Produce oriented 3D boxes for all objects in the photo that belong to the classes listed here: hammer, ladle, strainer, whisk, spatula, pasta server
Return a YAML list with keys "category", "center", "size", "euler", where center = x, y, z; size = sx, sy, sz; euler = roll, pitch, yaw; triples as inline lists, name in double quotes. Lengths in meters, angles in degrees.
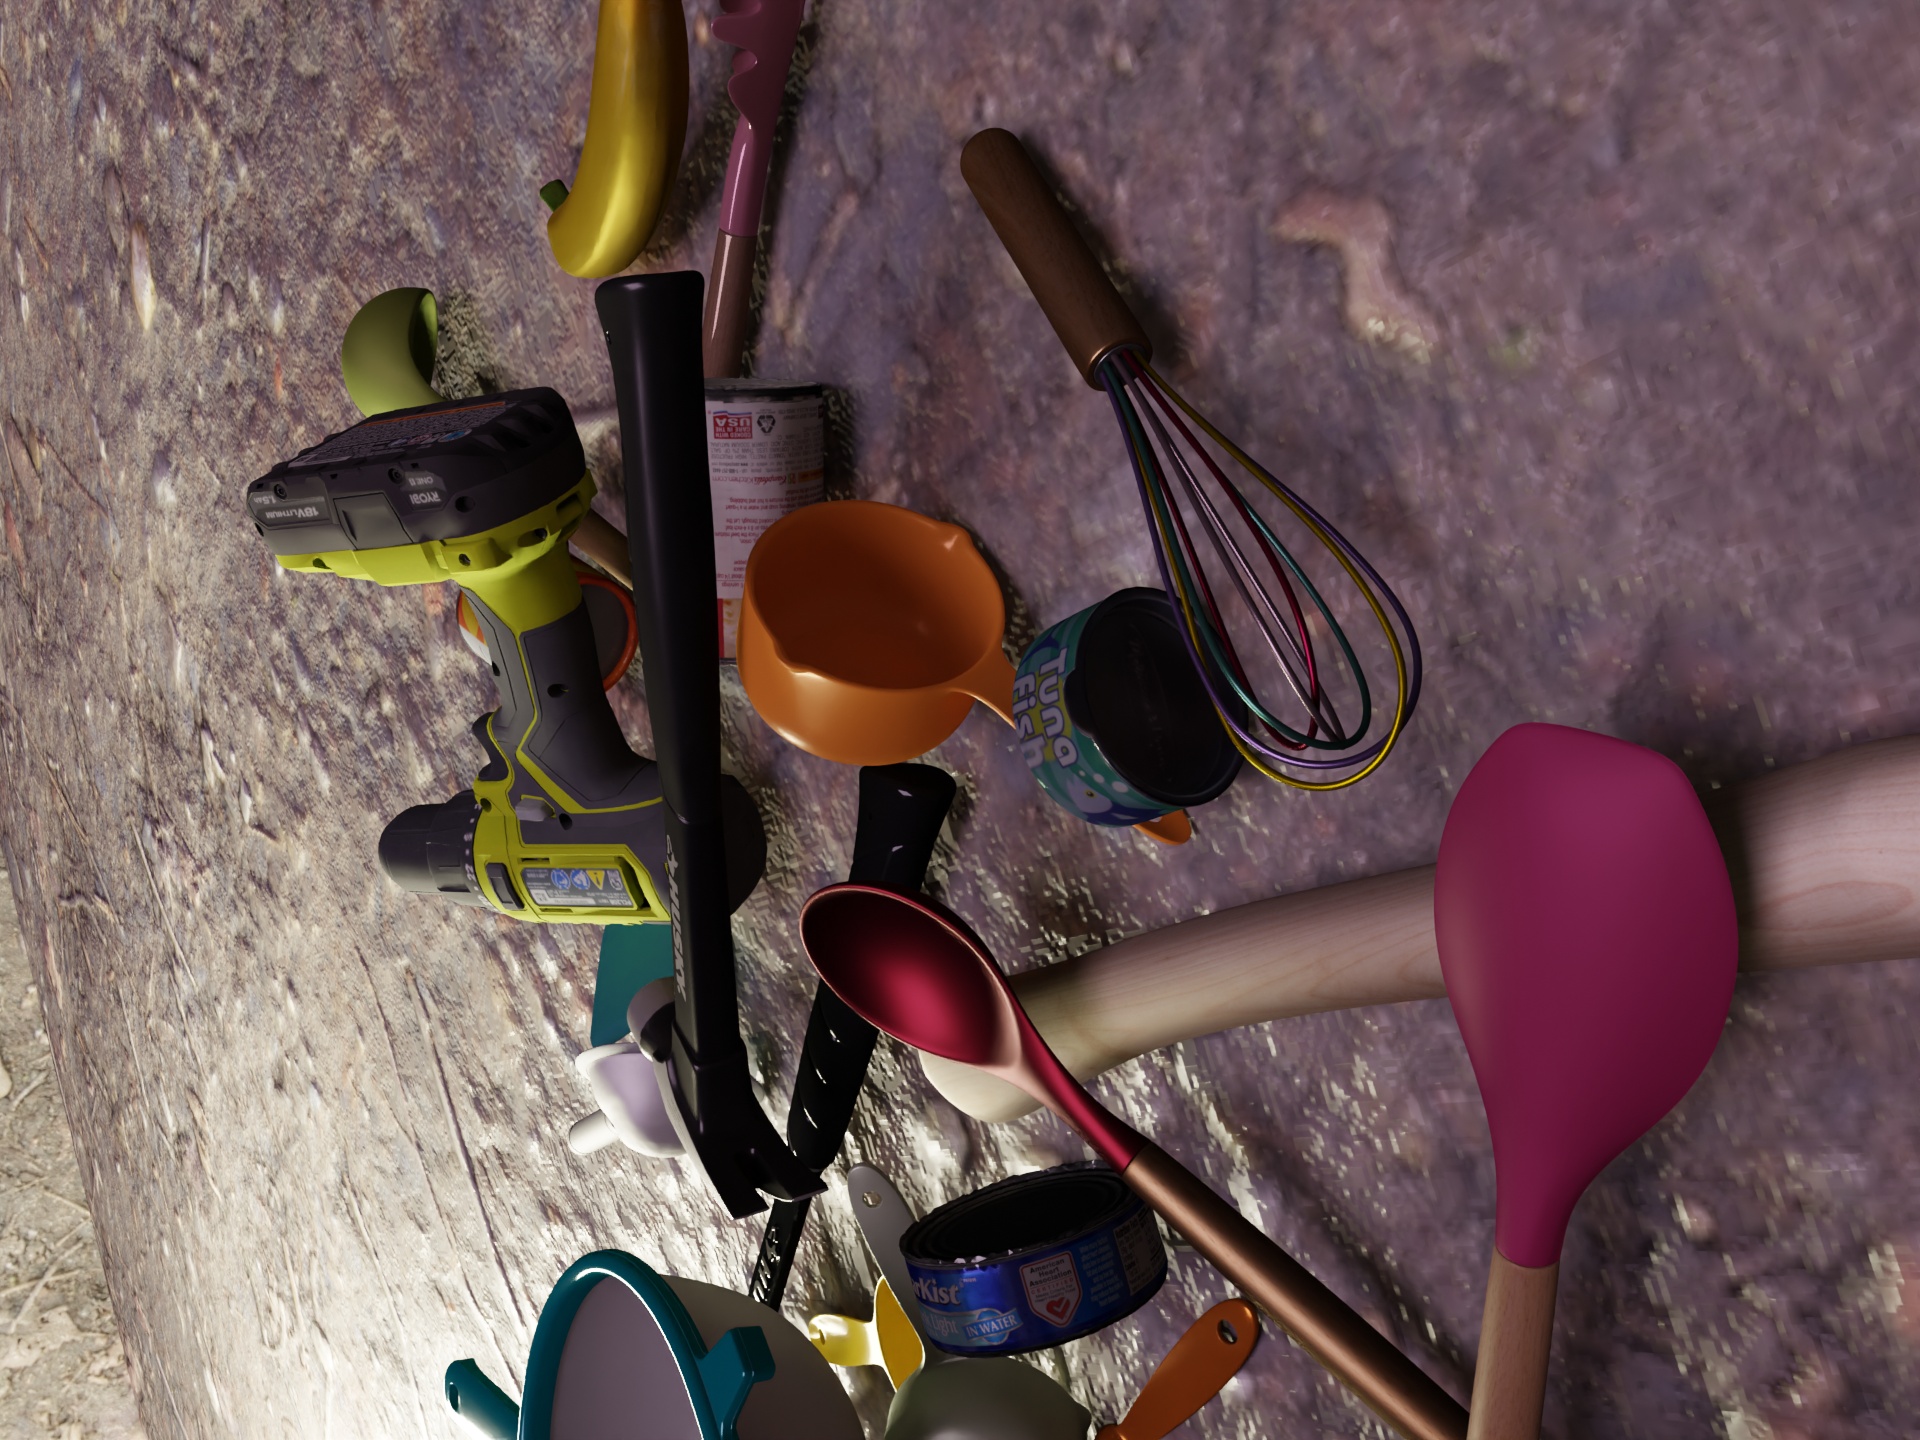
- category: "hammer"
  center: [0.110, 0.052, 0.436]
  size: [0.410, 0.038, 0.146]
  euler: [-25, 79, 50]
- category: "ladle"
  center: [0.072, 0.148, 0.472]
  size: [0.316, 0.031, 0.069]
  euler: [38, 138, 22]
- category: "strainer"
  center: [-0.122, 0.307, 0.645]
  size: [0.340, 0.095, 0.211]
  euler: [-9, 80, 57]
- category: "strainer"
  center: [-0.160, 0.194, 0.775]
  size: [0.258, 0.086, 0.050]
  euler: [-39, 35, 58]
- category: "whisk"
  center: [0.051, -0.083, 0.450]
  size: [0.245, 0.051, 0.047]
  euler: [64, 152, 28]
- category: "ladle"
  center: [-0.207, -0.125, 0.753]
  size: [0.320, 0.062, 0.078]
  euler: [37, 124, 35]
- category: "hammer"
  center: [-0.091, 0.016, 0.541]
  size: [0.146, 0.035, 0.334]
  euler: [43, 139, 53]
- category: "spatula"
  center: [-0.198, 0.005, 0.782]
  size: [0.082, 0.044, 0.318]
  euler: [-39, 66, 22]
- category: "hammer"
  center: [-0.066, 0.192, 0.667]
  size: [0.149, 0.036, 0.408]
  euler: [52, 133, 48]
- category: "pasta server"
  center: [-0.099, -0.167, 0.624]
  size: [0.060, 0.040, 0.316]
  euler: [-98, 19, -57]

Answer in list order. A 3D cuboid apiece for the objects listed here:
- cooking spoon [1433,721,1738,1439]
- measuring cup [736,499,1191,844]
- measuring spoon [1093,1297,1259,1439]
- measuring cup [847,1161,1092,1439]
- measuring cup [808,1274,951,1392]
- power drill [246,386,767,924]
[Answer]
- category: "cooking spoon"
  center: [0.137, 0.151, 0.392]
  size: [0.069, 0.017, 0.318]
  euler: [18, 119, 40]
- category: "measuring cup"
  center: [-0.001, -0.002, 0.533]
  size: [0.174, 0.095, 0.052]
  euler: [38, 140, 13]
- category: "measuring spoon"
  center: [0.072, 0.232, 0.547]
  size: [0.021, 0.011, 0.116]
  euler: [51, 134, 29]
- category: "measuring cup"
  center: [-0.008, 0.235, 0.570]
  size: [0.083, 0.038, 0.167]
  euler: [-17, 108, 14]
- category: "measuring cup"
  center: [-0.029, 0.258, 0.671]
  size: [0.156, 0.029, 0.062]
  euler: [-39, 63, 60]
- category: "power drill"
  center: [-0.200, -0.012, 0.668]
  size: [0.190, 0.080, 0.228]
  euler: [-2, 120, 26]
